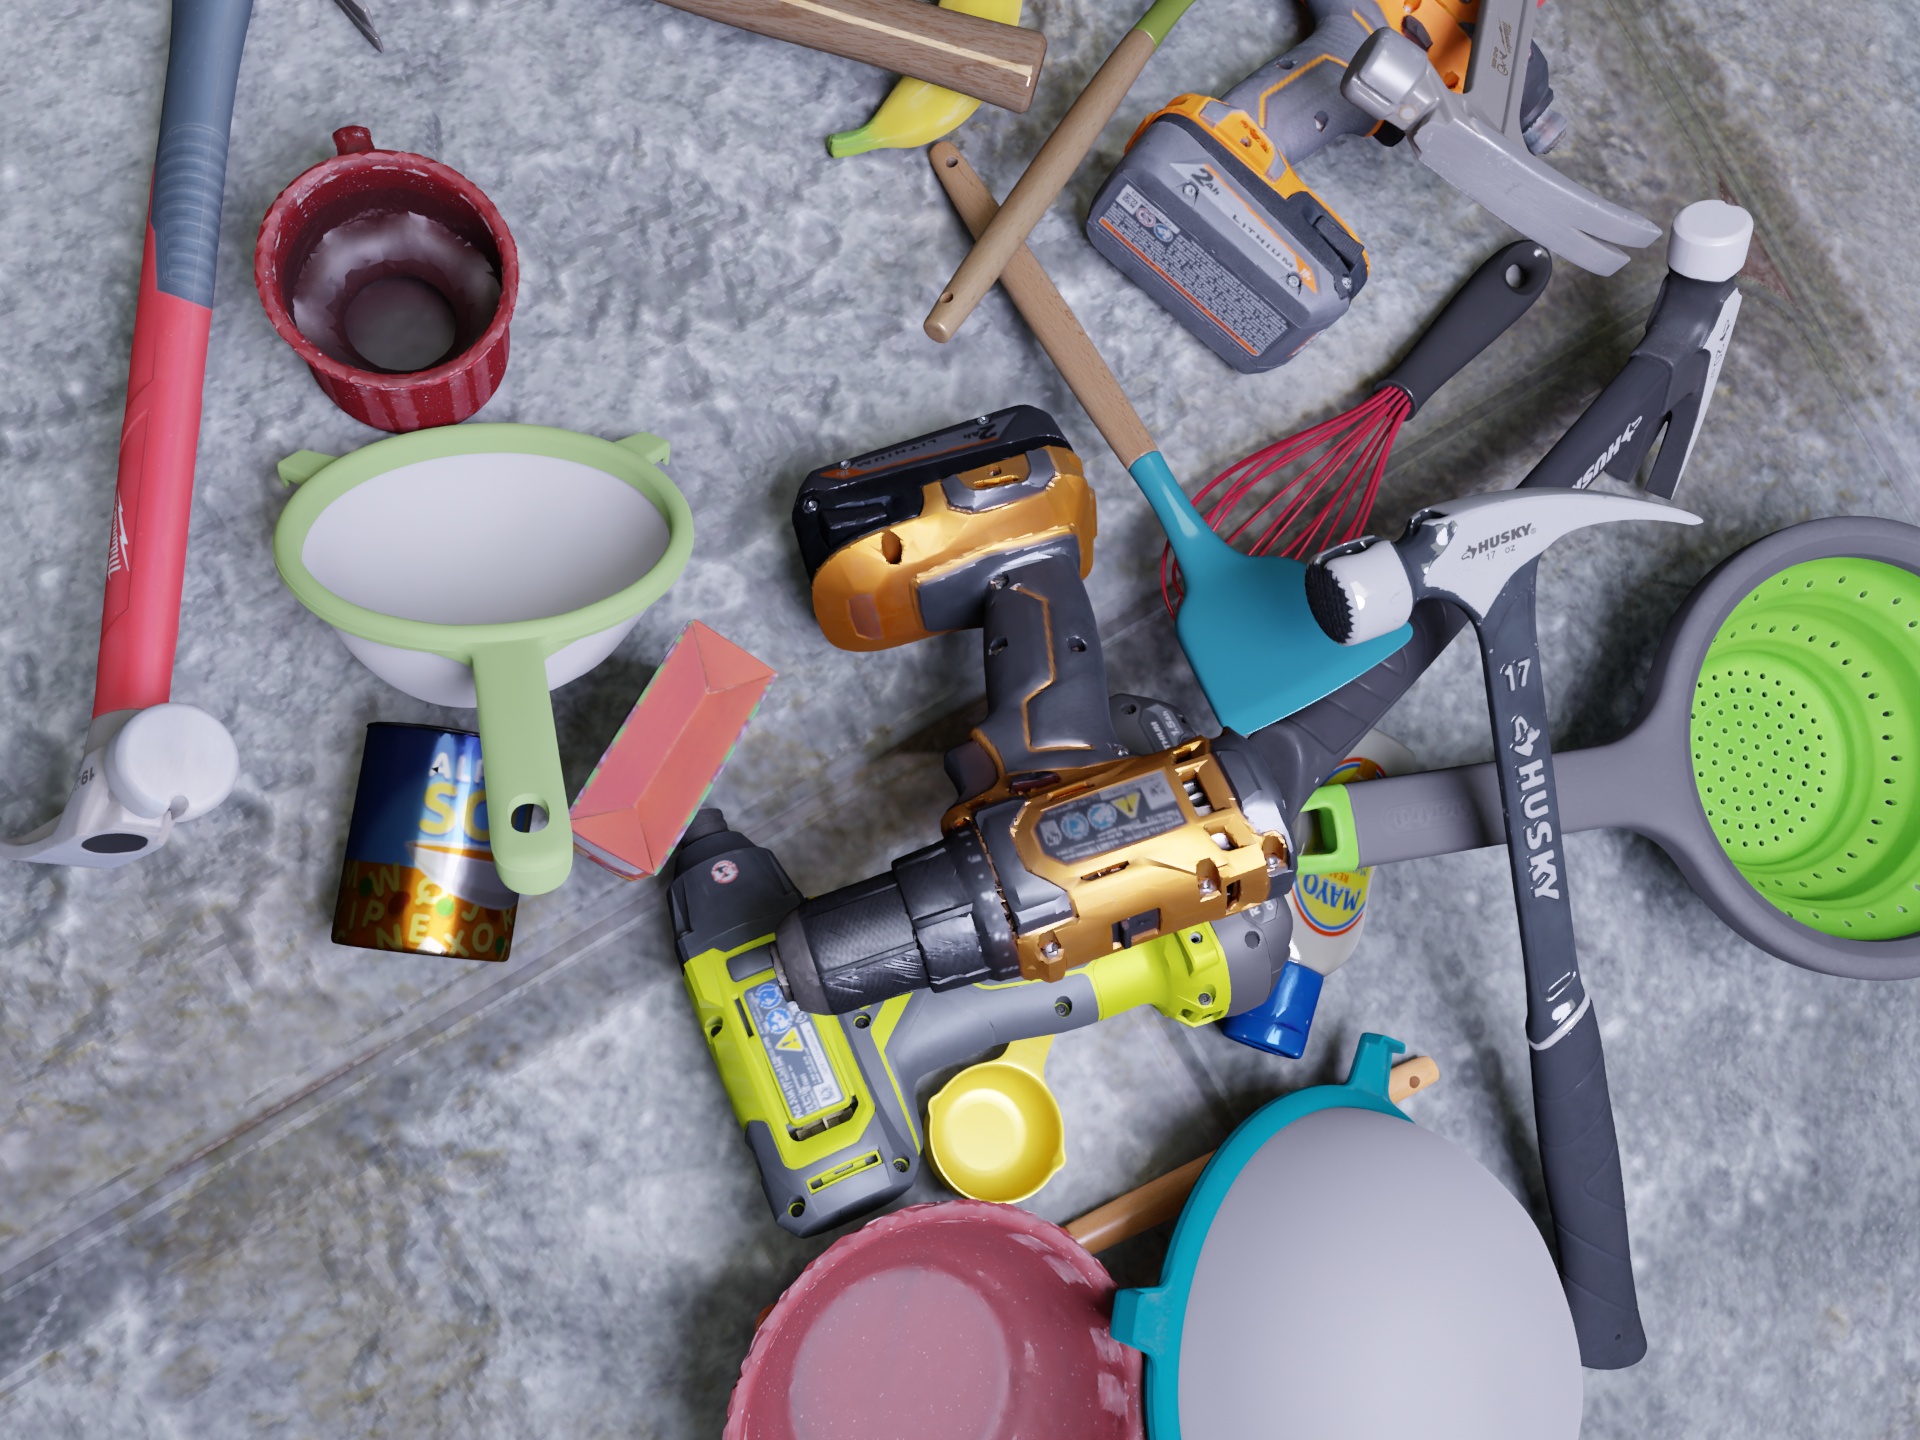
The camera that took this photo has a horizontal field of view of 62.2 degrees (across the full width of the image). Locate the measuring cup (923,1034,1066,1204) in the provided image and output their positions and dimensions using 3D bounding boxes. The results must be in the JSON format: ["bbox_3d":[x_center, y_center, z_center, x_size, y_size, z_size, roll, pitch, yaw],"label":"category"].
[{"bbox_3d":[0.029,0.130,0.678,0.062,0.029,0.157,25,65,-5],"label":"measuring cup"}]

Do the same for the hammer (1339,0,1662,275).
[{"bbox_3d":[0.270,-0.369,0.741,0.149,0.036,0.359,27,59,-14],"label":"hammer"}]

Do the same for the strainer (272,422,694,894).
[{"bbox_3d":[-0.163,-0.017,0.574,0.151,0.069,0.257,-6,42,-17],"label":"strainer"}]

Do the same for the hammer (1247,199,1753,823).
[{"bbox_3d":[0.230,-0.072,0.680,0.035,0.146,0.335,34,66,31],"label":"hammer"}]

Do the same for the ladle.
[{"bbox_3d":[0.065,-0.294,0.704,0.078,0.062,0.320,18,66,32],"label":"ladle"}]

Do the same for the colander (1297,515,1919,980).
[{"bbox_3d":[0.313,0.025,0.724,0.397,0.094,0.204,-8,86,-10],"label":"colander"}]

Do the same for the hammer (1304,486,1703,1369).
[{"bbox_3d":[0.243,0.100,0.643,0.149,0.036,0.408,-20,112,-12],"label":"hammer"}]

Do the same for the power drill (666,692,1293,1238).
[{"bbox_3d":[0.002,0.081,0.638,0.223,0.080,0.171,-21,68,-13],"label":"power drill"}]

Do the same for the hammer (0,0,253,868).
[{"bbox_3d":[-0.307,-0.138,0.605,0.038,0.143,0.387,15,65,-44],"label":"hammer"}]

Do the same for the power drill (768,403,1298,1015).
[{"bbox_3d":[-0.001,-0.002,0.604,0.185,0.084,0.226,-19,56,-5],"label":"power drill"}]

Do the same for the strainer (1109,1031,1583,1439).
[{"bbox_3d":[0.201,0.309,0.626,0.211,0.095,0.340,-32,102,-38],"label":"strainer"}]

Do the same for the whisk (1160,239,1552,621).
[{"bbox_3d":[0.190,-0.136,0.736,0.073,0.073,0.296,46,68,-4],"label":"whisk"}]

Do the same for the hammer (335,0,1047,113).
[{"bbox_3d":[-0.126,-0.319,0.676,0.331,0.031,0.130,16,81,-3],"label":"hammer"}]

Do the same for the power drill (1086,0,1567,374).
[{"bbox_3d":[0.181,-0.271,0.739,0.164,0.084,0.226,39,71,-5],"label":"power drill"}]

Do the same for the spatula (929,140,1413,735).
[{"bbox_3d":[0.065,-0.134,0.666,0.082,0.044,0.318,-29,72,-3],"label":"spatula"}]

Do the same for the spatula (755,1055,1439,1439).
[{"bbox_3d":[0.071,0.211,0.664,0.322,0.041,0.081,-21,92,-17],"label":"spatula"}]
